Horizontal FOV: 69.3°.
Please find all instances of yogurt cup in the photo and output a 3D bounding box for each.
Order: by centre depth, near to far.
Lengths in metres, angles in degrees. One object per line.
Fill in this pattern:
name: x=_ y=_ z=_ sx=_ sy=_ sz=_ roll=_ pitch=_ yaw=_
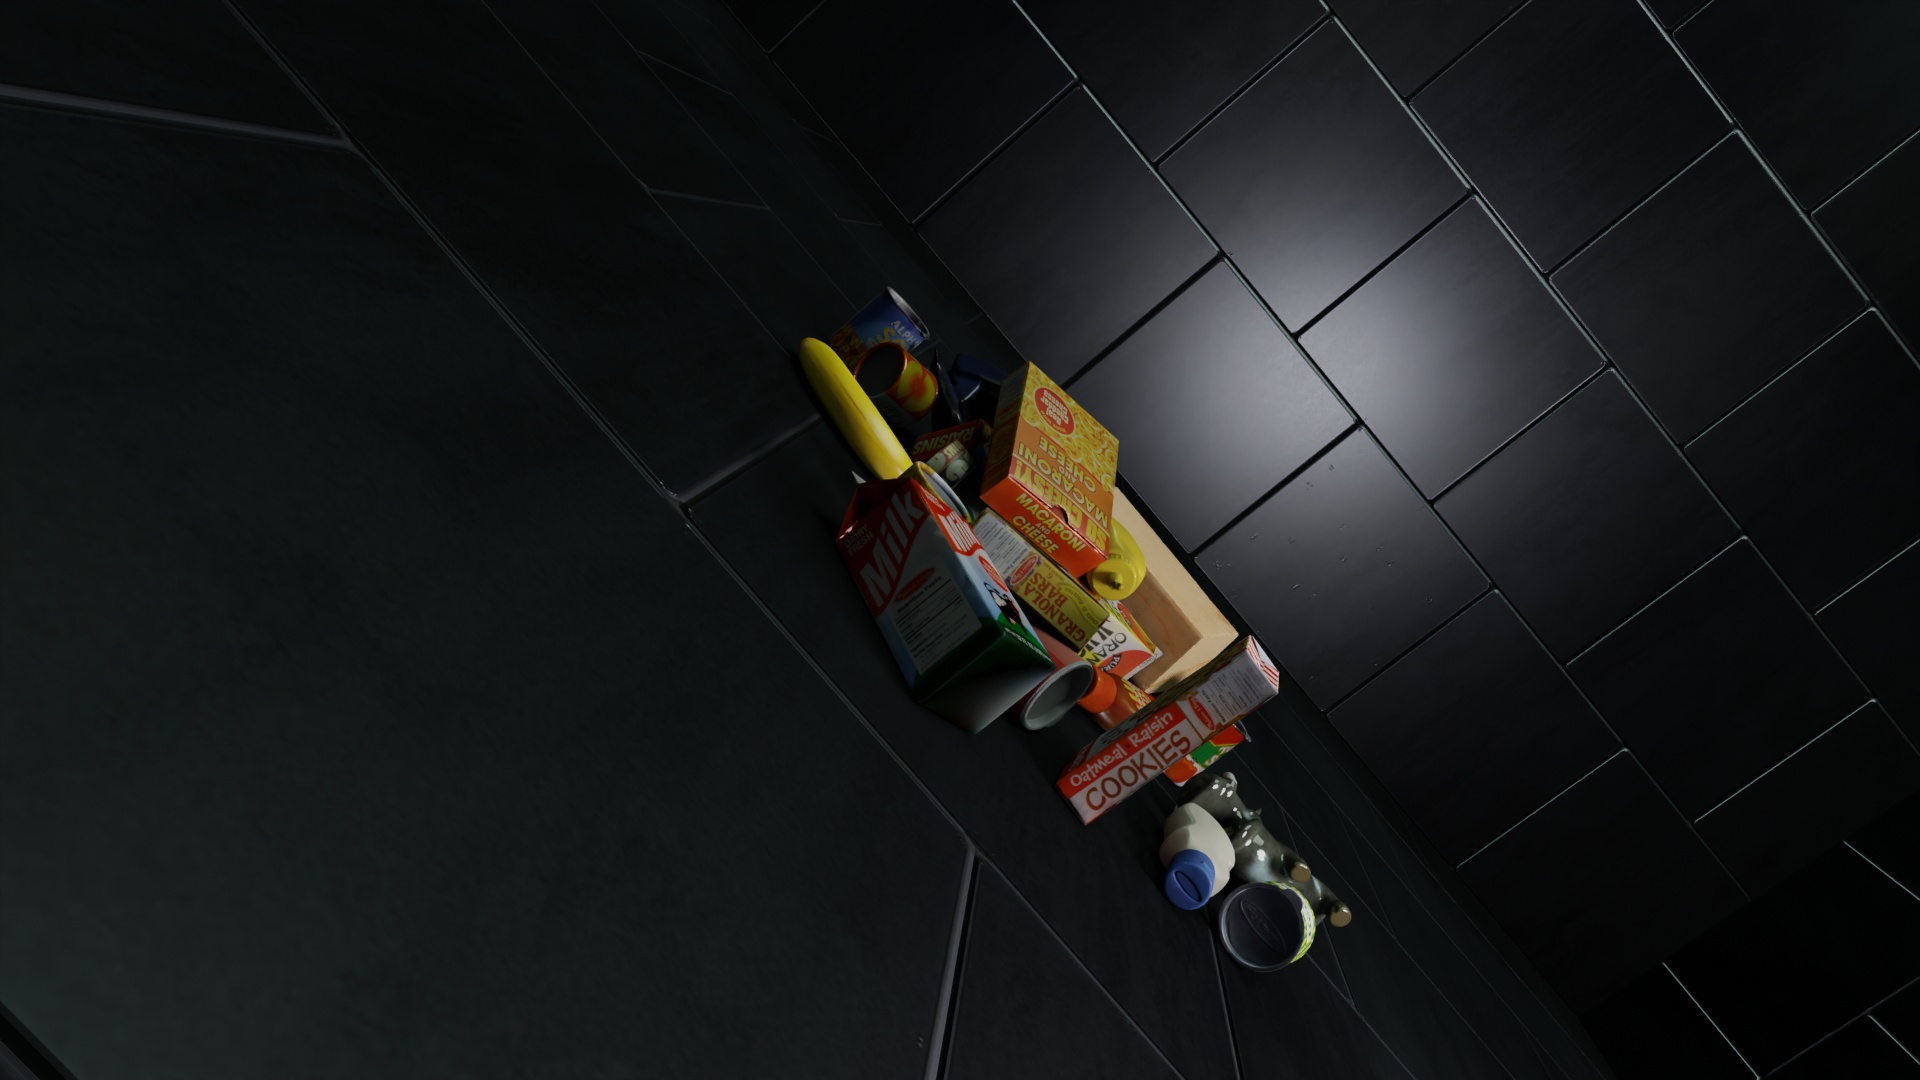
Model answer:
yogurt cup: x=0.057 y=0.099 z=1.034 sx=0.054 sy=0.072 sz=0.072 roll=47 pitch=8 yaw=29

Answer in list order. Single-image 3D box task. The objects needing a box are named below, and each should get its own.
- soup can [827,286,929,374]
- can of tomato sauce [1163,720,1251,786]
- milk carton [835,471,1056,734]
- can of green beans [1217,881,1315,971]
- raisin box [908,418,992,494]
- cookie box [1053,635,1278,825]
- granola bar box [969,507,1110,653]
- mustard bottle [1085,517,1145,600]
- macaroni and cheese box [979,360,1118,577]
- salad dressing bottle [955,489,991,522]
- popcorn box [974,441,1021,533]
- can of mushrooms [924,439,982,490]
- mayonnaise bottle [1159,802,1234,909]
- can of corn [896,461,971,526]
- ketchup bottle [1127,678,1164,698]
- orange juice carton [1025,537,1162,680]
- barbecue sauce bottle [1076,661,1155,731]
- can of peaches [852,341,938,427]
soup can: x=-0.083 y=-0.206 z=1.423 sx=0.071 sy=0.083 sz=0.071 roll=48 pitch=11 yaw=-13
can of tomato sauce: x=0.227 y=0.190 z=1.348 sx=0.071 sy=0.083 sz=0.071 roll=48 pitch=11 yaw=-13
milk carton: x=-0.020 y=0.028 z=0.933 sx=0.072 sy=0.073 sz=0.191 roll=37 pitch=17 yaw=-50
can of green beans: x=0.240 y=0.300 z=1.084 sx=0.071 sy=0.071 sz=0.058 roll=55 pitch=11 yaw=23
raisin box: x=0.020 y=-0.058 z=1.338 sx=0.123 sy=0.086 sz=0.040 roll=43 pitch=52 yaw=-35
cookie box: x=0.154 y=0.136 z=1.022 sx=0.040 sy=0.167 sz=0.123 roll=55 pitch=11 yaw=6
granola bar box: x=0.056 y=0.040 z=1.113 sx=0.124 sy=0.039 sz=0.165 roll=41 pitch=-7 yaw=7
mustard bottle: x=0.136 y=0.021 z=1.254 sx=0.065 sy=0.048 sz=0.161 roll=49 pitch=13 yaw=-7
macaroni and cheese box: x=0.082 y=-0.066 z=1.230 sx=0.123 sy=0.040 sz=0.167 roll=39 pitch=37 yaw=-23
salad dressing bottle: x=0.004 y=-0.016 z=1.252 sx=0.064 sy=0.044 sz=0.148 roll=58 pitch=13 yaw=7
popcorn box: x=0.073 y=-0.053 z=1.293 sx=0.127 sy=0.038 sz=0.085 roll=-6 pitch=77 yaw=-53
can of mushrooms: x=-0.015 y=-0.059 z=1.242 sx=0.033 sy=0.071 sz=0.071 roll=49 pitch=11 yaw=0
mayonnaise bottle: x=0.184 y=0.251 z=1.094 sx=0.065 sy=0.041 sz=0.148 roll=50 pitch=12 yaw=7
can of corn: x=-0.034 y=-0.019 z=1.069 sx=0.071 sy=0.058 sz=0.071 roll=48 pitch=11 yaw=-12
ketchup bottle: x=0.183 y=0.140 z=1.441 sx=0.149 sy=0.043 sz=0.065 roll=53 pitch=12 yaw=16
orange juice carton: x=0.110 y=0.079 z=1.282 sx=0.192 sy=0.071 sz=0.073 roll=42 pitch=15 yaw=-37
barbecue sauce bottle: x=0.139 y=0.147 z=1.246 sx=0.148 sy=0.043 sz=0.065 roll=36 pitch=22 yaw=-51
can of peaches: x=-0.065 y=-0.156 z=1.367 sx=0.058 sy=0.071 sz=0.071 roll=37 pitch=17 yaw=-48
